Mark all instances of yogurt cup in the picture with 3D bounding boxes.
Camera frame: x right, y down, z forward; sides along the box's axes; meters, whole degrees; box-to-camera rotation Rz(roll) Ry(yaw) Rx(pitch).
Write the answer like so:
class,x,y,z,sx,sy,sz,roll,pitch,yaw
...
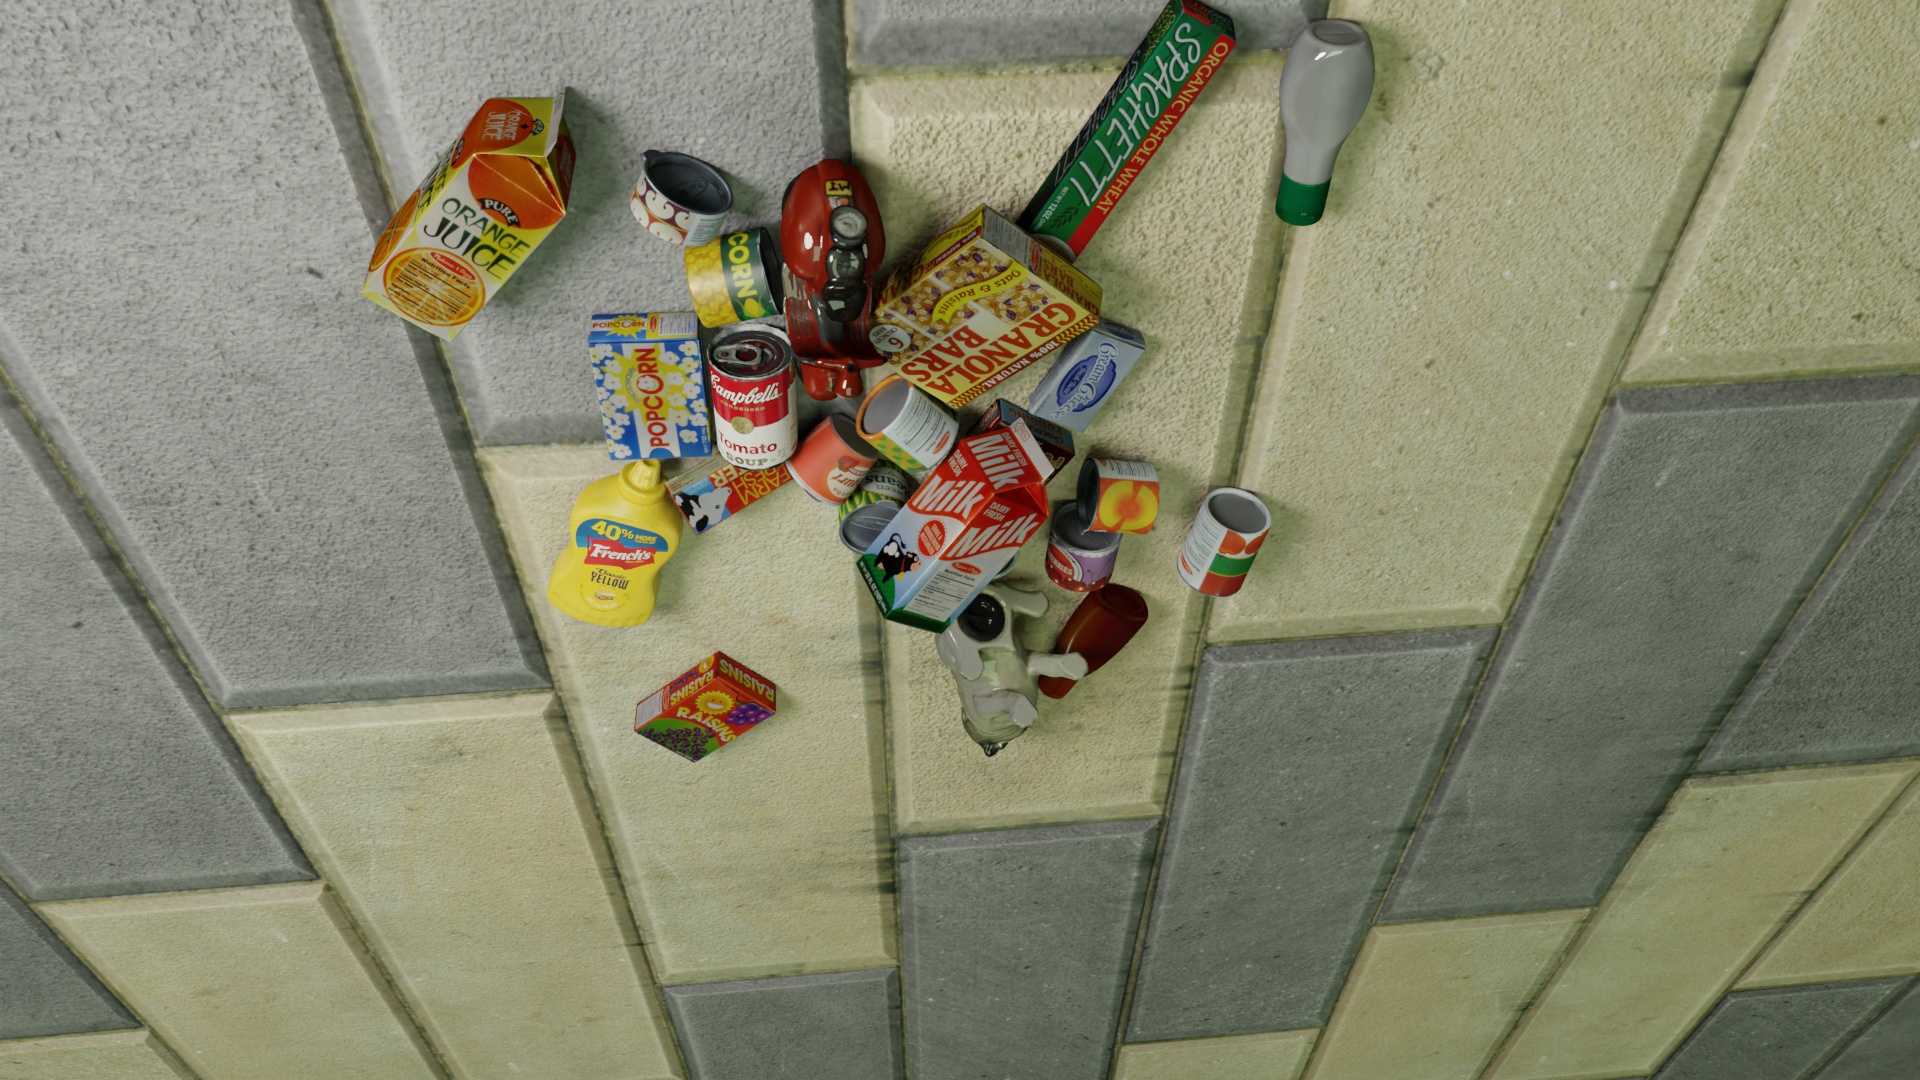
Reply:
class,x,y,z,sx,sy,sz,roll,pitch,yaw
yogurt cup,-0.107,-0.071,1.179,0.072,0.073,0.053,31,117,-34

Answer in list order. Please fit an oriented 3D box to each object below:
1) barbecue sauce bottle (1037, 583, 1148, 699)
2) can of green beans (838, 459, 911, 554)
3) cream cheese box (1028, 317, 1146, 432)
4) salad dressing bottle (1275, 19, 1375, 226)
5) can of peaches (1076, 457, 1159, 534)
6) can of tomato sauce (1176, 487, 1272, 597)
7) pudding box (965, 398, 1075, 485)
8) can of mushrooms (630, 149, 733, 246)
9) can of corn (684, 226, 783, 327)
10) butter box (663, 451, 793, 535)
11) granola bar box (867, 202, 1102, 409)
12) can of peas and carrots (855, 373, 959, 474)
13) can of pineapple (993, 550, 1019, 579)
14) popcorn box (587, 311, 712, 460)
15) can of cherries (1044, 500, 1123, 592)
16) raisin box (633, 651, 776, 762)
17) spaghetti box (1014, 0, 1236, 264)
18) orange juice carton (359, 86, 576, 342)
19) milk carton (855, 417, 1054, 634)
class,x,y,z,sx,sy,sz,roll,pitch,yaw
barbecue sauce bottle,0.127,0.106,1.411,0.065,0.044,0.147,16,133,-22
can of green beans,-0.075,-0.029,1.229,0.071,0.058,0.071,-4,137,-4
cream cheese box,0.105,-0.139,1.163,0.053,0.024,0.103,16,132,-24
salad dressing bottle,0.257,-0.298,1.004,0.064,0.044,0.146,-5,138,-6
can of peaches,0.140,-0.037,1.244,0.058,0.071,0.070,3,136,-12
can of tomato sauce,0.248,0.001,1.301,0.071,0.071,0.082,4,135,-12
pudding box,0.052,-0.084,1.210,0.083,0.030,0.049,23,130,-28
can of mushrooms,-0.199,-0.243,0.983,0.071,0.071,0.033,16,133,-23
can of corn,-0.168,-0.196,1.033,0.058,0.071,0.070,-10,137,4
butter box,-0.195,-0.052,1.187,0.103,0.024,0.053,-31,135,-8
granola bar box,0.008,-0.176,1.069,0.124,0.039,0.165,29,142,-31
can of peas and carrots,-0.046,-0.098,1.157,0.070,0.071,0.058,-33,130,25
can of pineapple,0.017,-0.005,1.267,0.071,0.058,0.070,-4,137,-3
popcorn box,-0.248,-0.124,1.121,0.085,0.038,0.126,-3,136,-6
can of cherries,0.111,0.007,1.285,0.071,0.072,0.058,0,137,-8
raisin box,-0.262,0.173,1.431,0.123,0.040,0.086,-33,130,23
spaghetti box,0.106,-0.279,1.012,0.050,0.029,0.248,19,131,-25
orange juice carton,-0.332,-0.233,0.969,0.073,0.072,0.192,32,125,-34
milk carton,0.004,-0.015,1.176,0.073,0.072,0.190,20,120,-43
